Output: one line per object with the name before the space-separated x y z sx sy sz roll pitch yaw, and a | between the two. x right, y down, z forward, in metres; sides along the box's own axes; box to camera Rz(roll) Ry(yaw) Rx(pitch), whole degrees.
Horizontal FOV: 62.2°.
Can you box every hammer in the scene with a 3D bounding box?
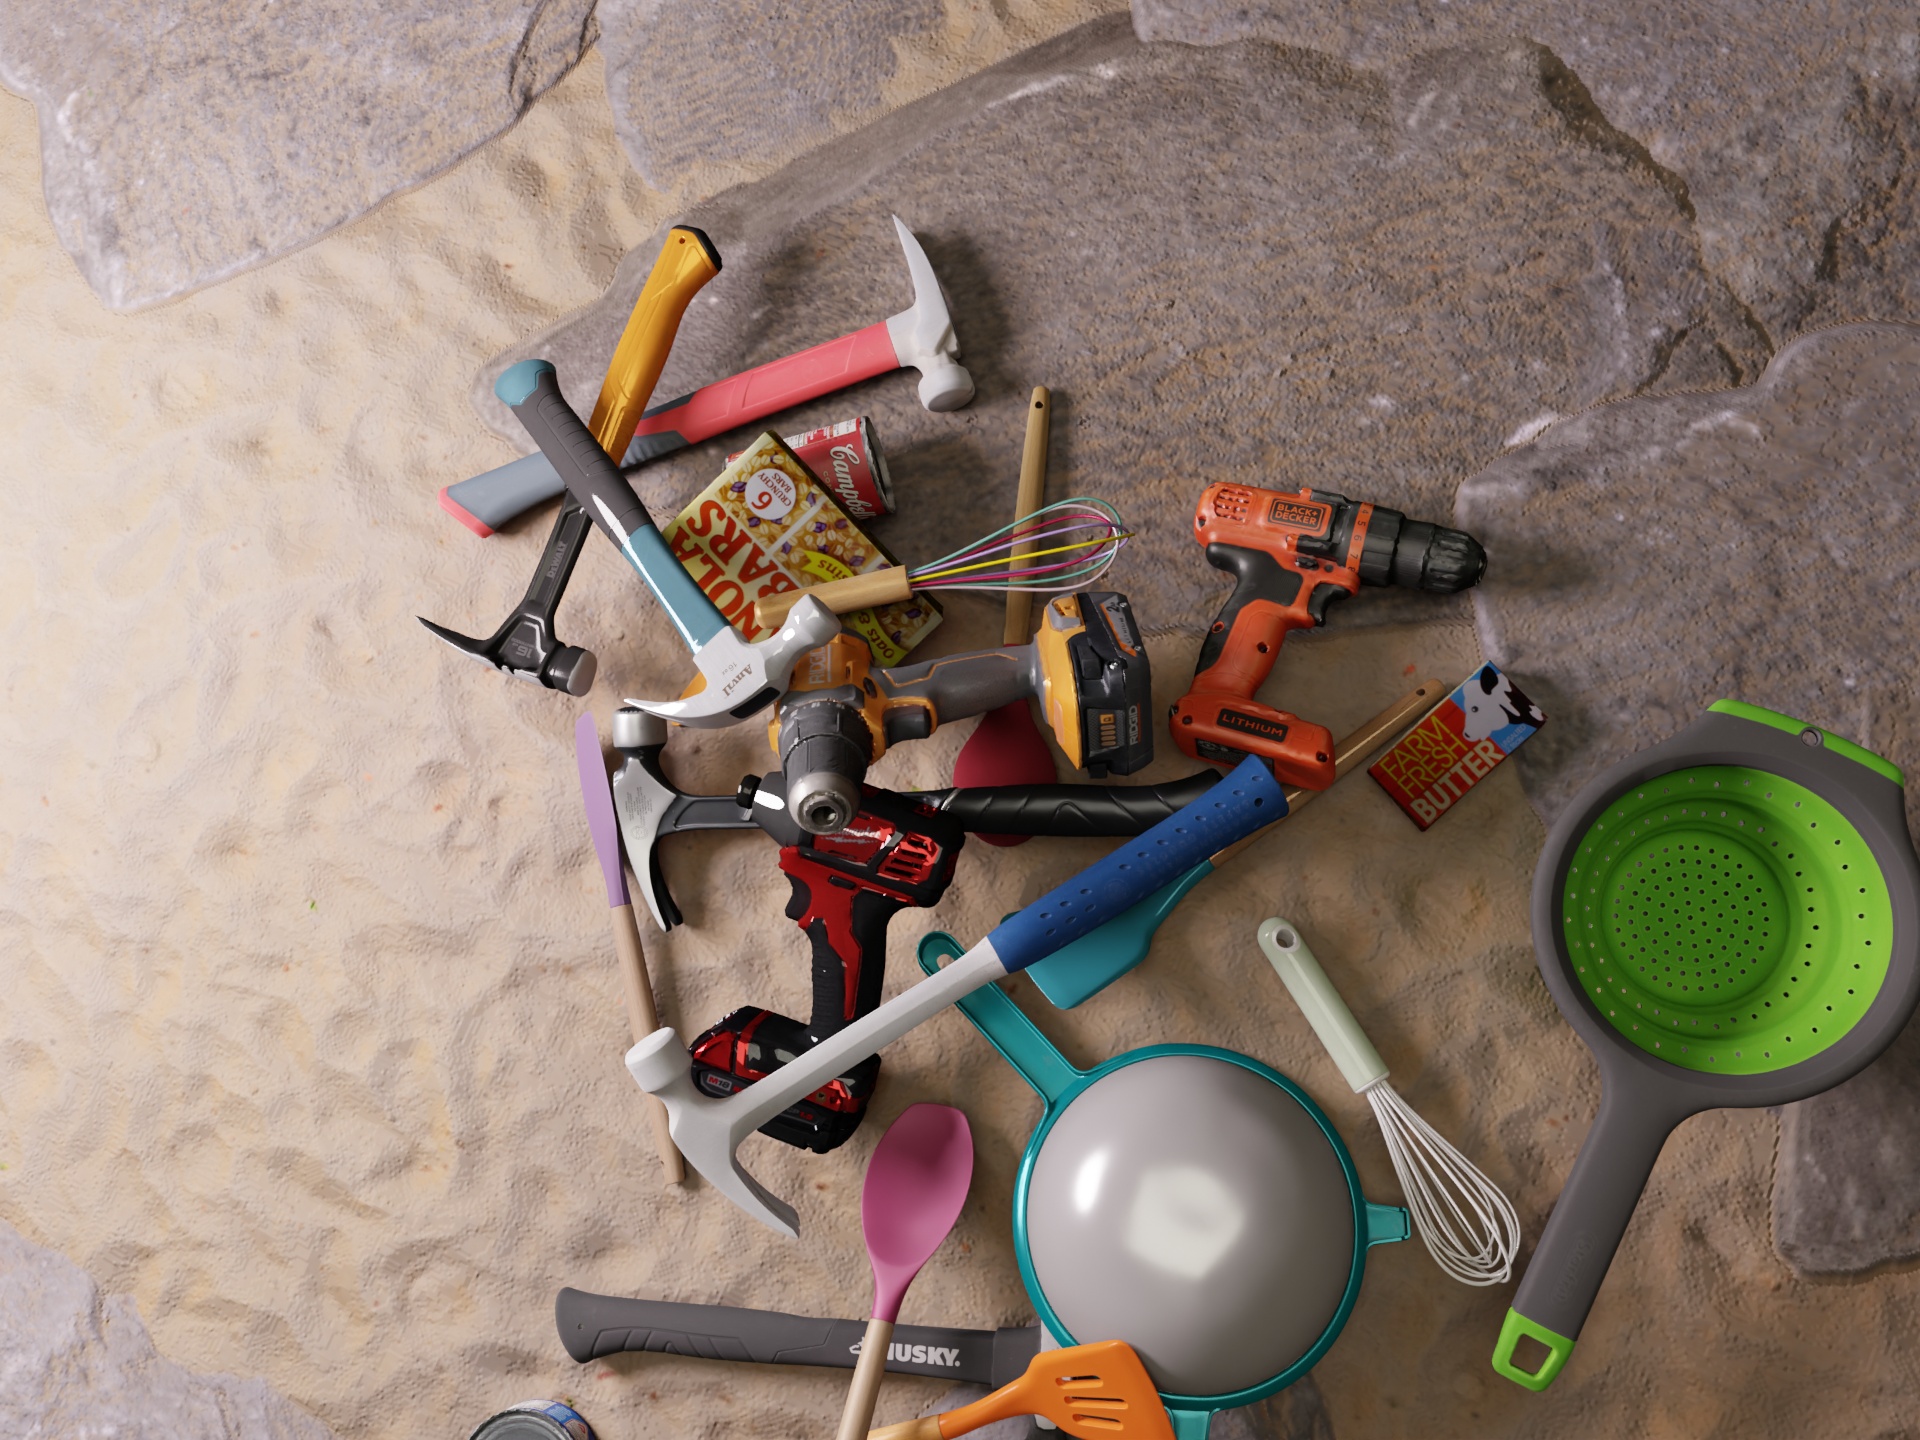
hammer | 0.015 0.148 0.932 0.405 0.035 0.144 -31 99 -3
hammer | -0.094 0.381 0.992 0.335 0.035 0.146 1 80 11
hammer | -0.027 0.062 1.015 0.409 0.036 0.149 -1 96 12
hammer | -0.208 -0.123 1.003 0.128 0.033 0.331 -43 61 7
hammer | -0.251 -0.189 1.091 0.127 0.034 0.337 19 81 14
hammer | -0.191 -0.228 1.125 0.386 0.038 0.143 -19 75 6

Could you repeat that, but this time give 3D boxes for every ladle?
ladle | 0.040 -0.074 1.060 0.069 0.031 0.315 4 78 9

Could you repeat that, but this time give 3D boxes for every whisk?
whisk | 0.252 0.224 0.954 0.058 0.059 0.246 -26 70 -15
whisk | -0.011 -0.093 0.997 0.245 0.051 0.047 -12 34 7

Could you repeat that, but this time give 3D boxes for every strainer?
strainer | 0.091 0.241 0.935 0.211 0.095 0.340 -41 72 -13

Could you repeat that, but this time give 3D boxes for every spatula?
spatula | 0.174 0.068 0.998 0.317 0.044 0.082 -37 48 0
spatula | -0.222 0.149 1.060 0.018 0.060 0.316 -8 80 -30
spatula | -0.033 0.427 0.933 0.322 0.041 0.081 -21 102 13

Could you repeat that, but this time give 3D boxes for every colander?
colander | 0.396 0.187 0.912 0.204 0.094 0.397 25 89 14

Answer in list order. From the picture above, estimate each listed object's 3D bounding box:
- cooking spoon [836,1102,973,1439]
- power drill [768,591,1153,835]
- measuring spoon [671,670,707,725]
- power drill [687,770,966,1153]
cooking spoon | -0.053 0.380 0.934 0.069 0.017 0.319 4 60 22
power drill | -0.002 -0.003 0.947 0.226 0.185 0.084 -6 120 0
measuring spoon | -0.160 -0.041 1.099 0.117 0.011 0.021 -50 57 1
power drill | -0.094 0.140 0.985 0.143 0.078 0.219 19 98 7
